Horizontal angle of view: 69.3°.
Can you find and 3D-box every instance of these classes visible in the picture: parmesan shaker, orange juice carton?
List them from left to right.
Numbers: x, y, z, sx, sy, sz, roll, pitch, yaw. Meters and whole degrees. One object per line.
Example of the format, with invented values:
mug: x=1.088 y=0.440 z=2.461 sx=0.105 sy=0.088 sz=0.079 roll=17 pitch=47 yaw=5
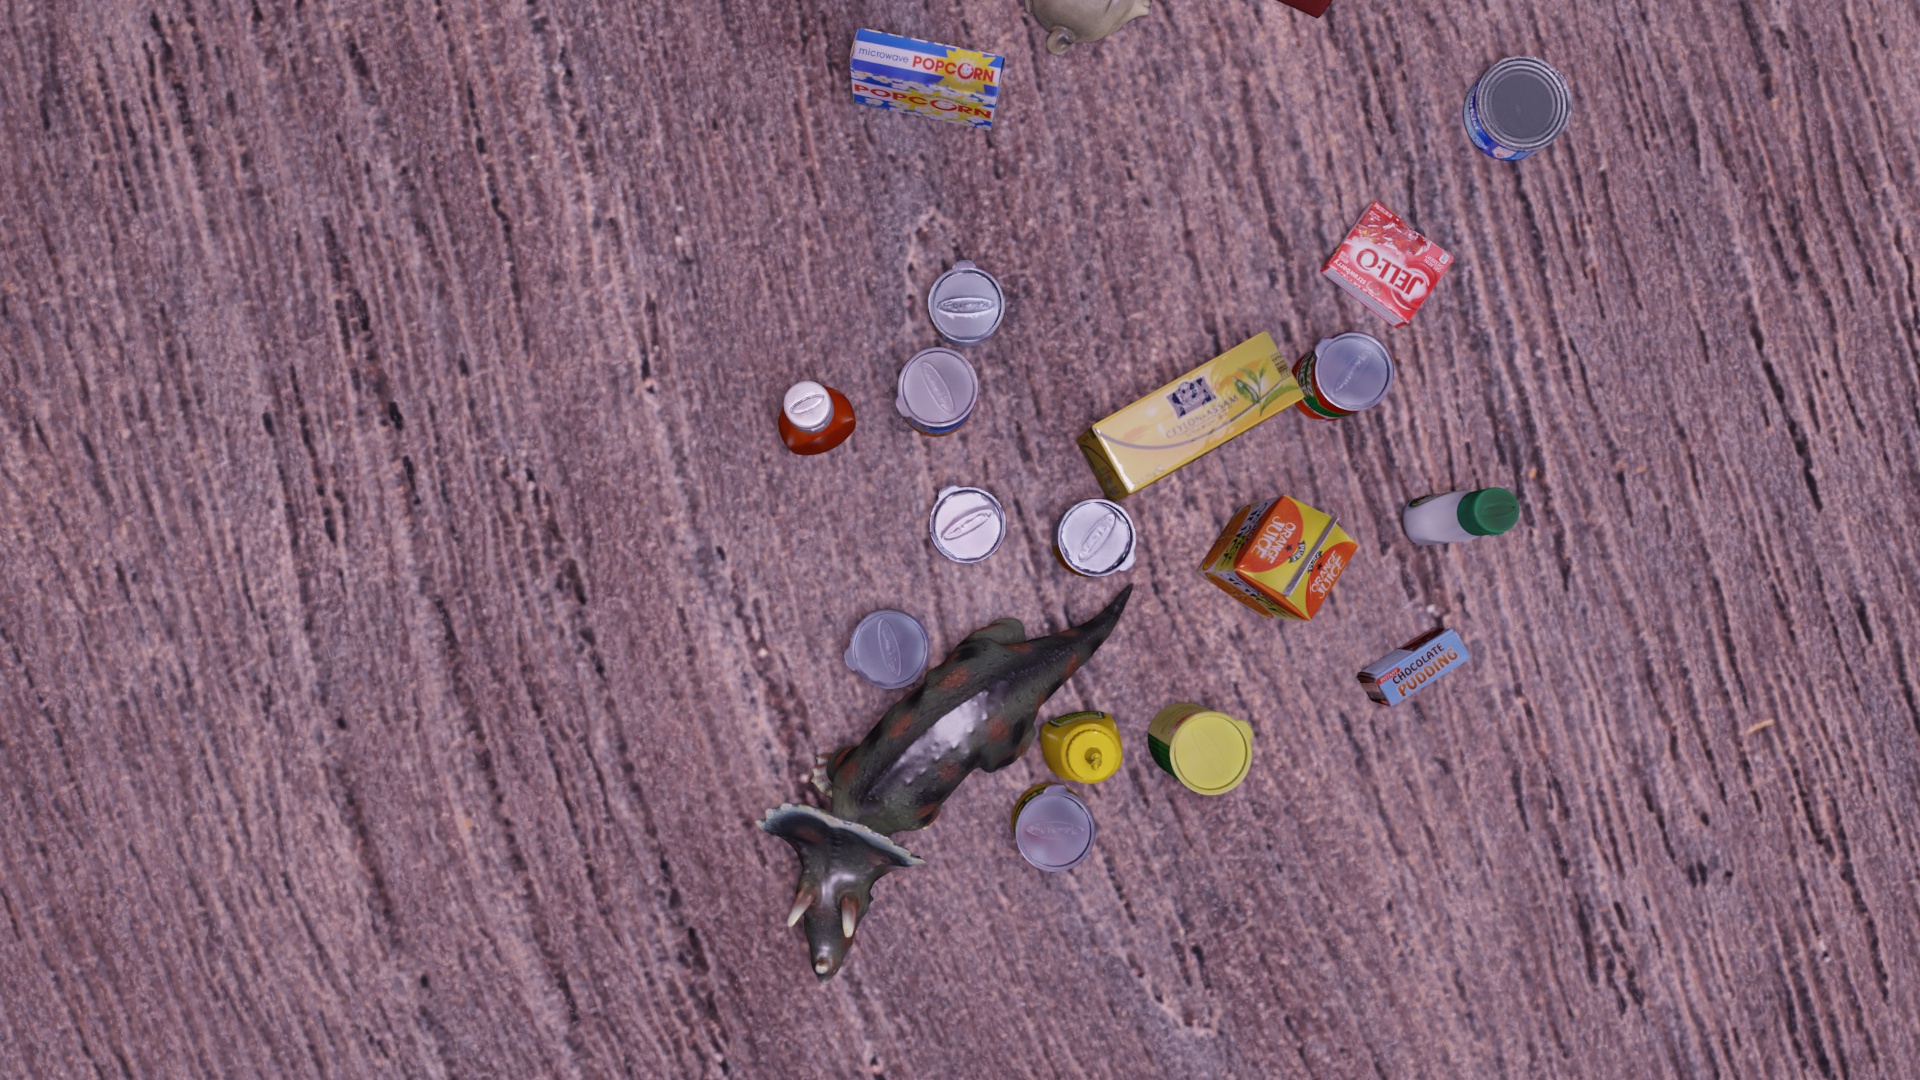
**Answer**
parmesan shaker: x=0.200 y=0.170 z=1.154 sx=0.071 sy=0.103 sz=0.071 roll=0 pitch=88 yaw=-2
orange juice carton: x=0.257 y=0.015 z=1.120 sx=0.073 sy=0.192 sz=0.072 roll=34 pitch=87 yaw=-1

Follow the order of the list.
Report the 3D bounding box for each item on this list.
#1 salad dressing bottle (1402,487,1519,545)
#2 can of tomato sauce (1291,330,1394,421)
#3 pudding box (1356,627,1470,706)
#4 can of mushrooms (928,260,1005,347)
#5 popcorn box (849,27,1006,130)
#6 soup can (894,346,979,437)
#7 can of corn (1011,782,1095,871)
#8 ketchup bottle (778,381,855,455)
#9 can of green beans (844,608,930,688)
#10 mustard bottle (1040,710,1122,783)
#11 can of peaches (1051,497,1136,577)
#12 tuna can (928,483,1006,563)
salad dressing bottle: x=0.415 y=-0.021 z=1.151 sx=0.064 sy=0.147 sz=0.044 roll=-9 pitch=88 yaw=-3
can of tomato sauce: x=0.321 y=-0.139 z=1.185 sx=0.071 sy=0.083 sz=0.071 roll=0 pitch=88 yaw=-2
pudding box: x=0.389 y=0.108 z=1.192 sx=0.084 sy=0.049 sz=0.030 roll=-31 pitch=89 yaw=-3
can of mushrooms: x=0.005 y=-0.204 z=1.199 sx=0.071 sy=0.033 sz=0.071 roll=0 pitch=87 yaw=-2
popcorn box: x=-0.029 y=-0.391 z=1.181 sx=0.127 sy=0.085 sz=0.038 roll=11 pitch=87 yaw=-2
soup can: x=-0.022 y=-0.122 z=1.169 sx=0.071 sy=0.083 sz=0.071 roll=0 pitch=88 yaw=-2
can of corn: x=0.077 y=0.237 z=1.168 sx=0.071 sy=0.058 sz=0.071 roll=0 pitch=87 yaw=-2
ketchup bottle: x=-0.119 y=-0.100 z=1.131 sx=0.065 sy=0.149 sz=0.043 roll=-25 pitch=89 yaw=-3
can of green beans: x=-0.059 y=0.090 z=1.170 sx=0.071 sy=0.058 sz=0.071 roll=0 pitch=87 yaw=-2
mustard bottle: x=0.102 y=0.168 z=1.122 sx=0.065 sy=0.160 sz=0.049 roll=-11 pitch=88 yaw=-3
can of peaches: x=0.114 y=0.000 z=1.182 sx=0.071 sy=0.058 sz=0.071 roll=0 pitch=87 yaw=-2
tuna can: x=0.004 y=-0.015 z=1.190 sx=0.071 sy=0.033 sz=0.071 roll=0 pitch=87 yaw=-2
